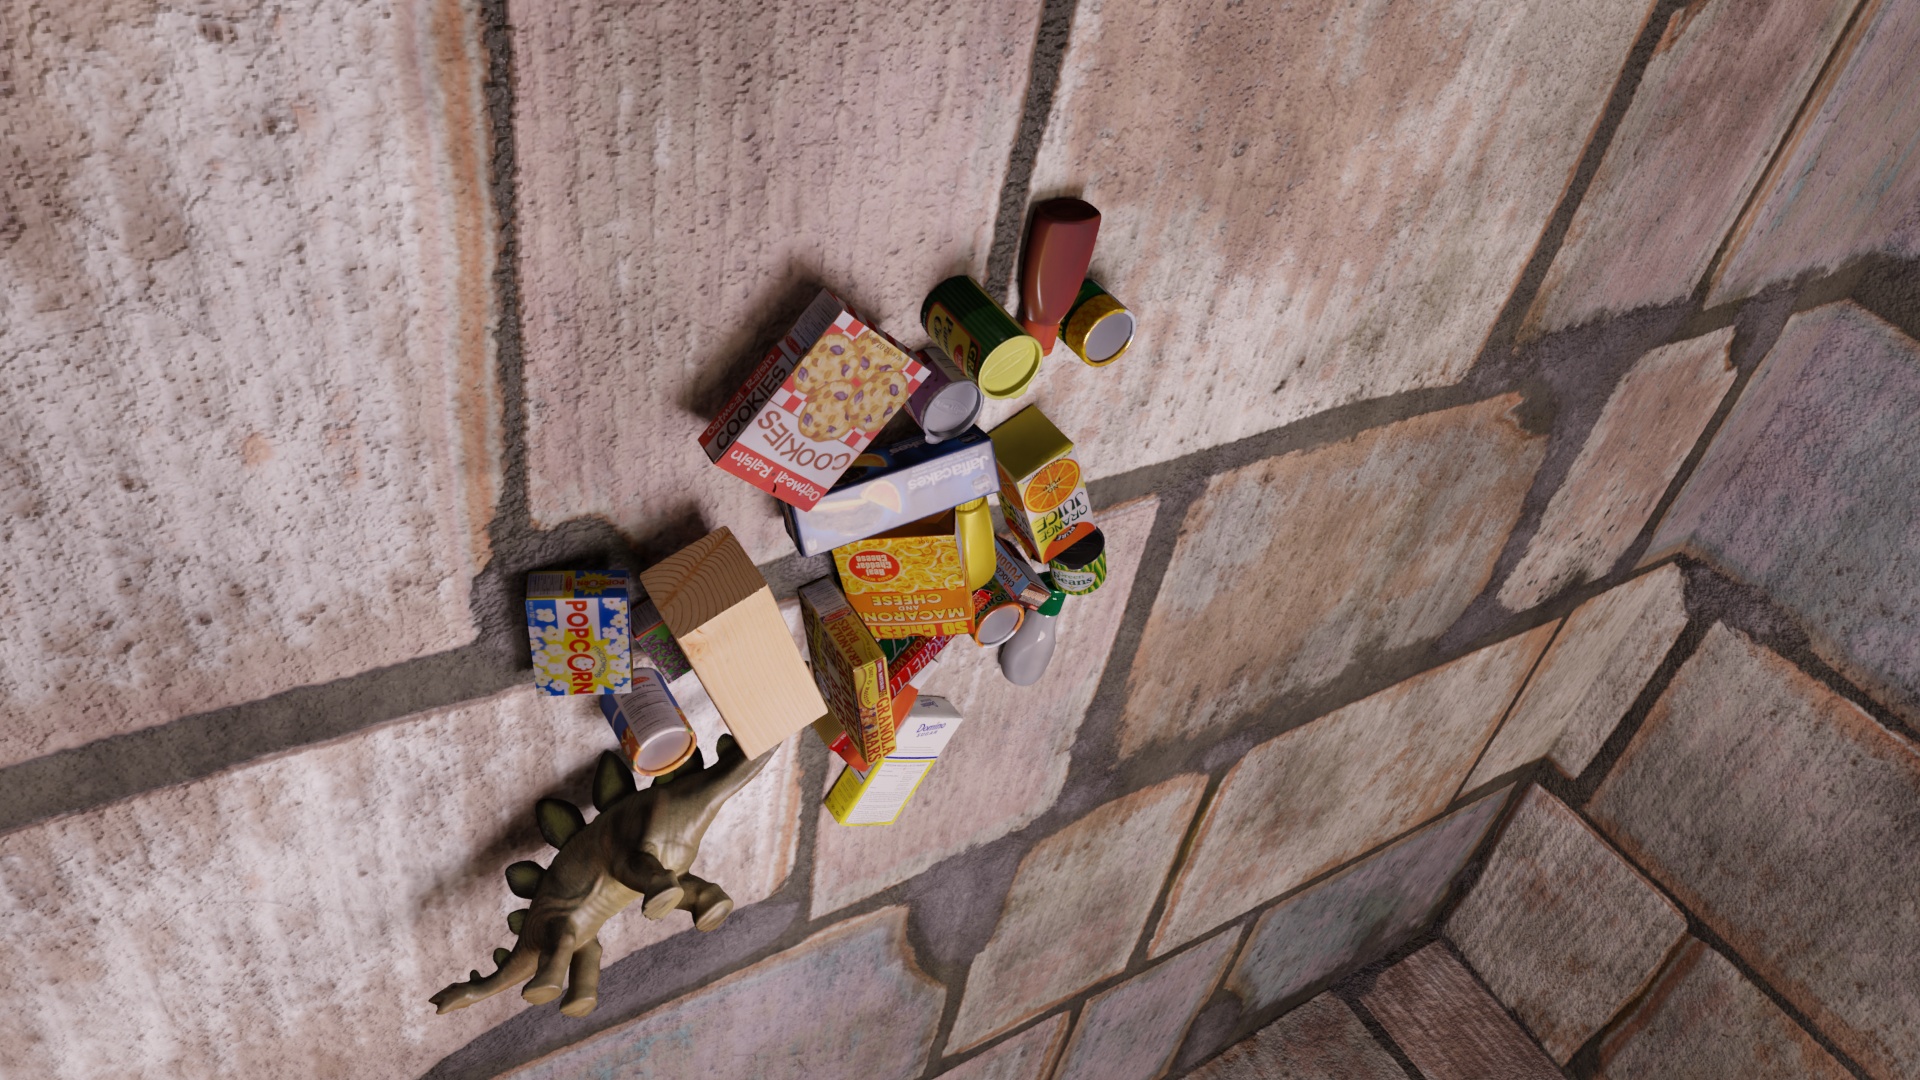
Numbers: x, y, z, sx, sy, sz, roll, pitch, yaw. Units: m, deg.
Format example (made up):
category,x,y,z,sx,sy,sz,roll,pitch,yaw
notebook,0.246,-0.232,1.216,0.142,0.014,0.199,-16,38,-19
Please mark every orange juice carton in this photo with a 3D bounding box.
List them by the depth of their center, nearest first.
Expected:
category,x,y,z,sx,sy,sz,roll,pitch,yaw
orange juice carton,0.086,-0.045,1.457,0.072,0.073,0.191,-34,144,-9

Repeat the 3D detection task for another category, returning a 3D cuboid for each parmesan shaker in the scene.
category,x,y,z,sx,sy,sz,roll,pitch,yaw
parmesan shaker,0.018,-0.178,1.232,0.071,0.103,0.071,-24,140,-21

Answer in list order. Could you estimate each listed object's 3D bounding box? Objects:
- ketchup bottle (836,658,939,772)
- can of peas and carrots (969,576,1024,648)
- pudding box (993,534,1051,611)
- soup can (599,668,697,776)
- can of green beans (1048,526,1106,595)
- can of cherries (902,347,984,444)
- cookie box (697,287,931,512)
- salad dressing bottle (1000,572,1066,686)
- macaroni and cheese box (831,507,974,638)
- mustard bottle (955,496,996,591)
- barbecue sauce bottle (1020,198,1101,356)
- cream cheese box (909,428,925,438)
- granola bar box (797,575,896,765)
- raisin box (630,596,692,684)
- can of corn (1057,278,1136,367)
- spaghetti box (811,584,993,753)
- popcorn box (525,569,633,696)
category,x,y,z,sx,sy,sz,roll,pitch,yaw
ketchup bottle,-0.084,0.185,1.559,0.149,0.065,0.043,-52,130,1
can of peas and carrots,0.028,0.076,1.544,0.071,0.059,0.070,-24,141,-21
pudding box,0.057,0.034,1.506,0.030,0.084,0.049,-46,144,13
soup can,-0.300,0.177,1.336,0.071,0.084,0.071,-24,141,-21
can of green beans,0.132,0.020,1.572,0.071,0.071,0.057,-29,143,-15
can of cherries,-0.023,-0.134,1.281,0.072,0.058,0.071,-25,142,-21
cookie box,-0.122,-0.113,1.170,0.167,0.040,0.123,-48,142,10
salad dressing bottle,0.090,0.105,1.645,0.064,0.044,0.146,-8,132,-34
macaroni and cheese box,-0.056,0.036,1.395,0.124,0.040,0.165,-3,140,7
mustard bottle,0.005,-0.018,1.419,0.049,0.065,0.159,-30,143,-24
barbecue sauce bottle,0.084,-0.239,1.278,0.065,0.044,0.147,-15,138,-30
cream cheese box,-0.041,-0.076,1.353,0.104,0.024,0.053,-38,144,-3
granola bar box,-0.114,0.134,1.422,0.039,0.124,0.164,-24,141,-19
raisin box,-0.245,0.070,1.311,0.123,0.040,0.085,-33,142,-11
can of corn,0.125,-0.207,1.335,0.071,0.058,0.070,-24,140,-21
spaghetti box,-0.067,0.128,1.521,0.249,0.050,0.028,-46,145,8
popcorn box,-0.333,0.082,1.222,0.085,0.038,0.126,-1,133,-12
